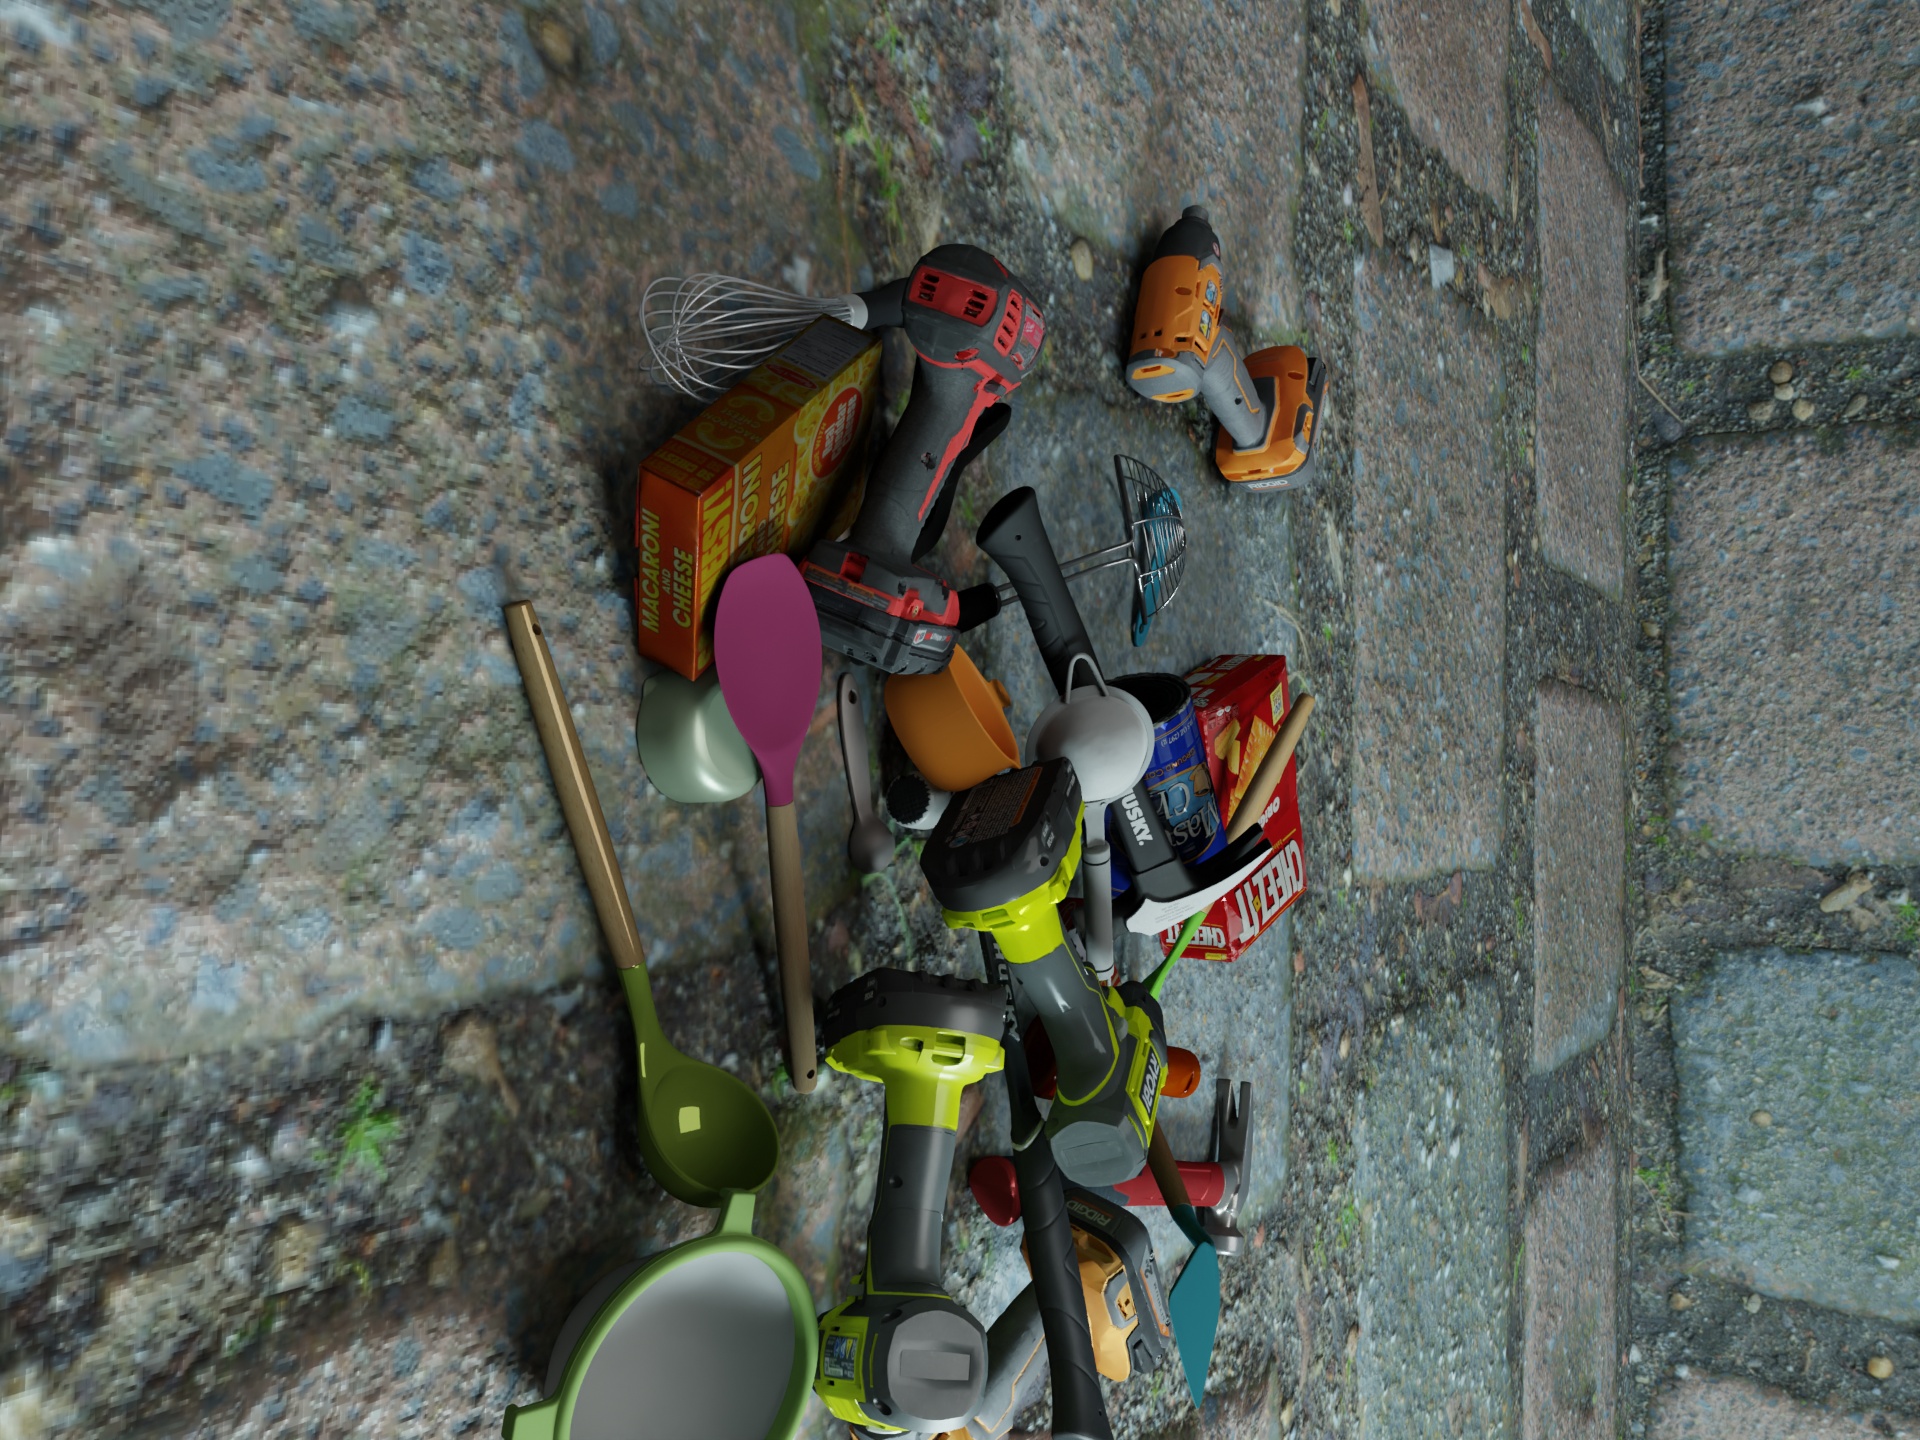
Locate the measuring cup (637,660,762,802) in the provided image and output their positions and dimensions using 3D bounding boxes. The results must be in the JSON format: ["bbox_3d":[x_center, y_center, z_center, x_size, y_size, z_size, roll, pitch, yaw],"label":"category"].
[{"bbox_3d":[-0.112,-0.029,0.856,0.083,0.038,0.168,55,50,-40],"label":"measuring cup"}]

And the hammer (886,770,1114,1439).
[{"bbox_3d":[0.039,0.234,0.983,0.149,0.036,0.409,15,60,-58],"label":"hammer"}]

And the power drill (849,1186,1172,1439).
[{"bbox_3d":[0.037,0.435,1.015,0.226,0.084,0.185,-34,121,-35],"label":"power drill"}]

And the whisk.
[{"bbox_3d":[-0.082,-0.223,0.892,0.284,0.070,0.070,-32,116,-55],"label":"whisk"}]

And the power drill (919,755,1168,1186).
[{"bbox_3d":[0.064,0.144,0.969,0.223,0.080,0.171,66,22,-17],"label":"power drill"}]

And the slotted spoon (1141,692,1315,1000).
[{"bbox_3d":[0.192,0.120,1.208,0.314,0.031,0.070,-63,165,1],"label":"slotted spoon"}]

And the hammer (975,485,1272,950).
[{"bbox_3d":[0.094,-0.001,1.037,0.035,0.146,0.334,-106,173,-62],"label":"hammer"}]

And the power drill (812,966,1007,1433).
[{"bbox_3d":[-0.040,0.263,0.870,0.080,0.190,0.229,12,68,-18],"label":"power drill"}]

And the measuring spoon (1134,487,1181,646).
[{"bbox_3d":[0.147,-0.122,1.255,0.042,0.021,0.128,17,85,-55],"label":"measuring spoon"}]

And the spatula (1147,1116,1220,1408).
[{"bbox_3d":[0.133,0.319,1.074,0.318,0.044,0.082,-109,-177,-71],"label":"spatula"}]

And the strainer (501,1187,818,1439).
[{"bbox_3d":[-0.129,0.358,0.799,0.151,0.069,0.256,-42,124,-32],"label":"strainer"}]

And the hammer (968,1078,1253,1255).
[{"bbox_3d":[0.128,0.333,1.202,0.386,0.038,0.143,24,69,-53],"label":"hammer"}]

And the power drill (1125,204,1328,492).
[{"bbox_3d":[0.220,-0.302,1.302,0.226,0.084,0.164,32,64,-46],"label":"power drill"}]

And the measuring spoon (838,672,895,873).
[{"bbox_3d":[-0.056,0.032,0.956,0.034,0.018,0.124,-20,105,-53],"label":"measuring spoon"}]

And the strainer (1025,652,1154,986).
[{"bbox_3d":[0.090,0.080,1.037,0.050,0.087,0.258,-118,-161,-57],"label":"strainer"}]

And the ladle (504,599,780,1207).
[{"bbox_3d":[-0.159,0.094,0.777,0.078,0.062,0.320,-44,123,-62],"label":"ladle"}]

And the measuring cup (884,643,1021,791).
[{"bbox_3d":[-0.002,-0.003,1.002,0.095,0.052,0.173,60,10,1],"label":"measuring cup"}]

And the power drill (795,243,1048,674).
[{"bbox_3d":[-0.015,-0.140,0.873,0.219,0.078,0.143,-69,167,7],"label":"power drill"}]

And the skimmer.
[{"bbox_3d":[0.040,-0.095,1.086,0.363,0.090,0.127,-23,108,-42],"label":"skimmer"}]

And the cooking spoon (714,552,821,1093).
[{"bbox_3d":[-0.095,0.065,0.848,0.069,0.017,0.318,-25,122,-42],"label":"cooking spoon"}]
